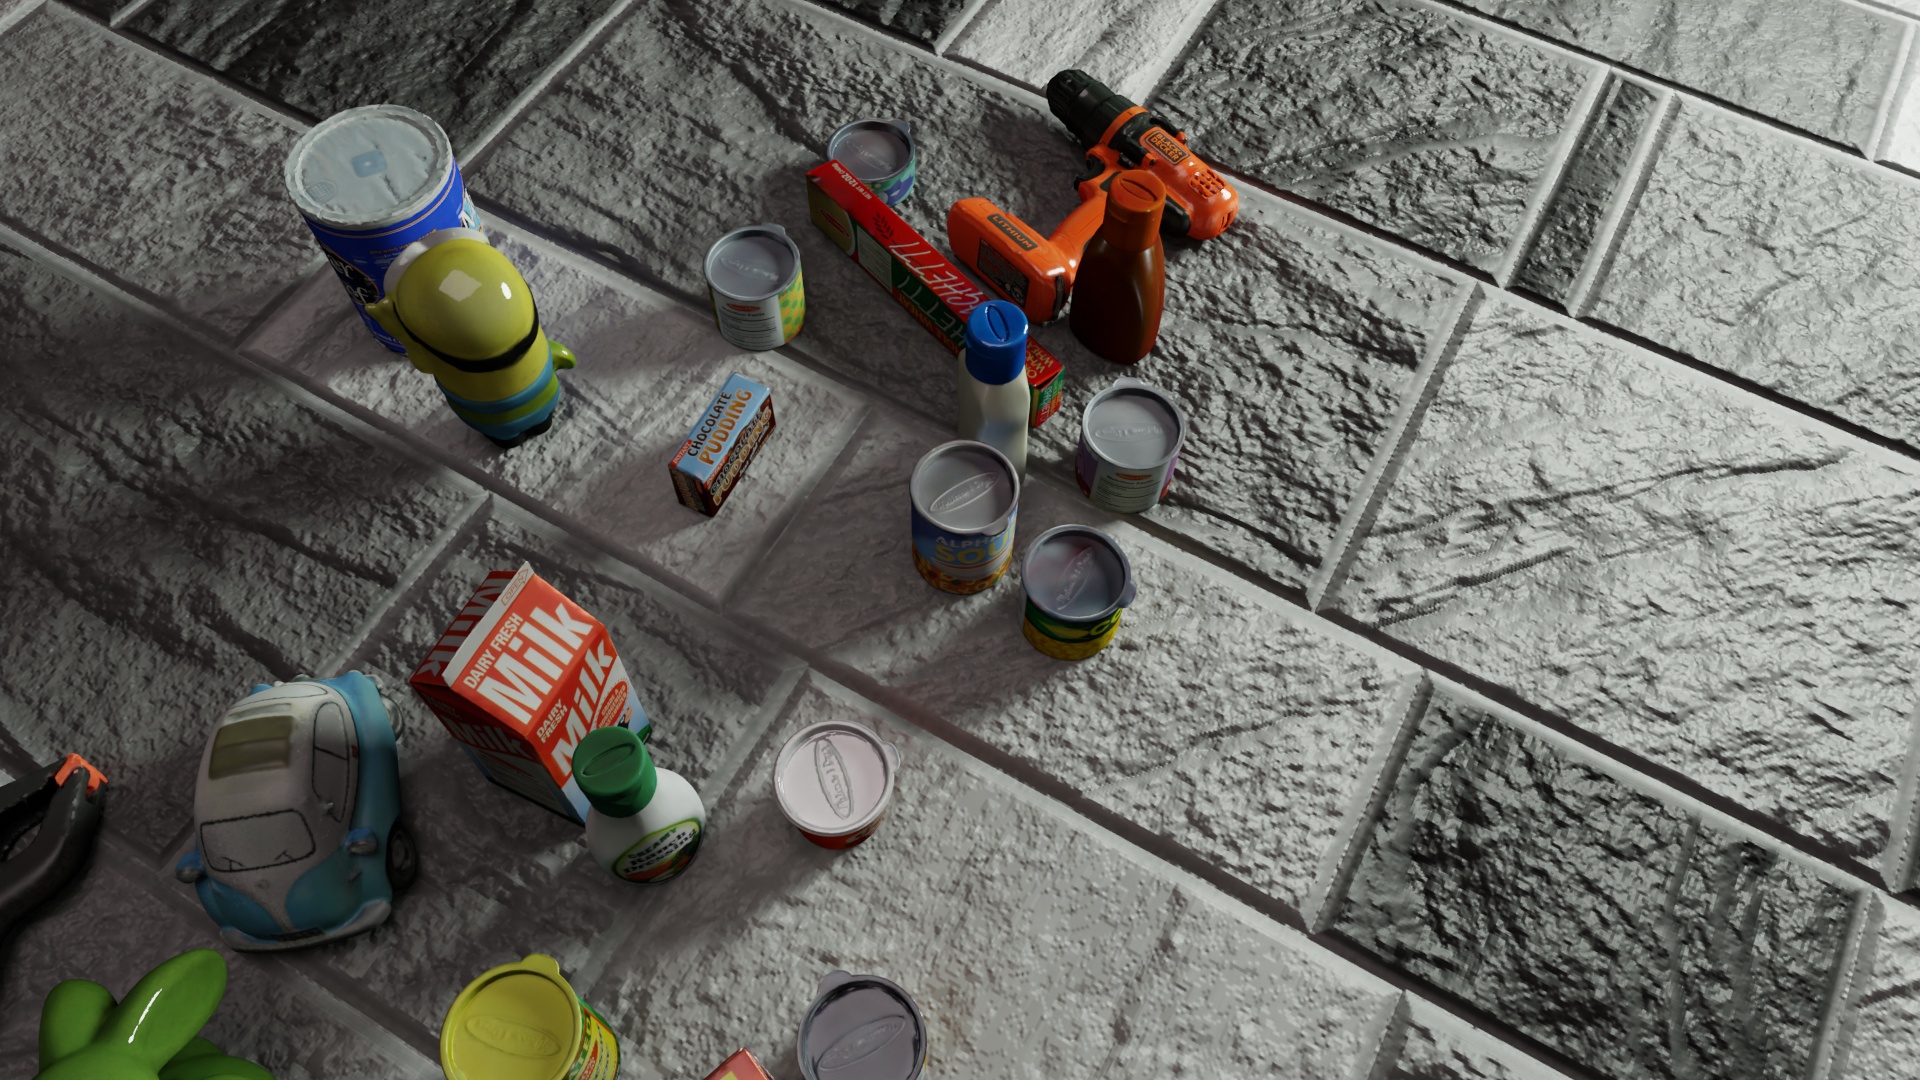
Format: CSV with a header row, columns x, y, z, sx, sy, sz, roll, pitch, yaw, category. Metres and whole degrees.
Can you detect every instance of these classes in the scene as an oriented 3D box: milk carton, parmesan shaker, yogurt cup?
x,y,z,sx,sy,sz,roll,pitch,yaw,category
-0.230,0.082,0.747,0.073,0.189,0.072,23,63,11,milk carton
-0.212,0.255,0.700,0.071,0.102,0.071,0,61,-1,parmesan shaker
-0.071,0.143,0.794,0.072,0.053,0.073,0,61,-1,yogurt cup

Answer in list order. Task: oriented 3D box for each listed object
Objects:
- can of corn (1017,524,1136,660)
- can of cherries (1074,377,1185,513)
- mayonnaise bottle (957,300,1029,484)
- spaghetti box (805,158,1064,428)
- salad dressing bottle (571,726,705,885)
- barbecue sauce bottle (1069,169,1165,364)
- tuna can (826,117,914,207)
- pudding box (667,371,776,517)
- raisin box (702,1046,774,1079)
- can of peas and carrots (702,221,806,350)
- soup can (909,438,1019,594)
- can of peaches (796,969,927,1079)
x,y,z,sx,sy,sz,roll,pitch,yaw,category
0.071,0.034,0.855,0.071,0.058,0.071,0,61,-1,can of corn
0.110,-0.062,0.910,0.071,0.058,0.072,0,61,-1,can of cherries
0.021,-0.091,0.873,0.041,0.147,0.065,-16,63,-10,mayonnaise bottle
-0.021,-0.176,0.976,0.029,0.050,0.250,-37,68,-19,spaghetti box
-0.173,0.142,0.739,0.064,0.147,0.044,-28,65,-15,salad dressing bottle
0.108,-0.181,0.926,0.065,0.147,0.044,35,66,17,barbecue sauce bottle
-0.065,-0.285,1.046,0.071,0.032,0.071,0,61,-1,tuna can
-0.156,-0.063,0.910,0.030,0.049,0.084,24,63,12,pudding box
-0.087,0.298,0.667,0.040,0.122,0.086,-35,67,-18,raisin box
-0.142,-0.177,0.970,0.071,0.058,0.071,0,61,-1,can of peas and carrots
0.003,-0.011,0.865,0.071,0.083,0.071,0,61,-1,soup can
-0.051,0.264,0.724,0.071,0.057,0.071,0,61,-1,can of peaches
